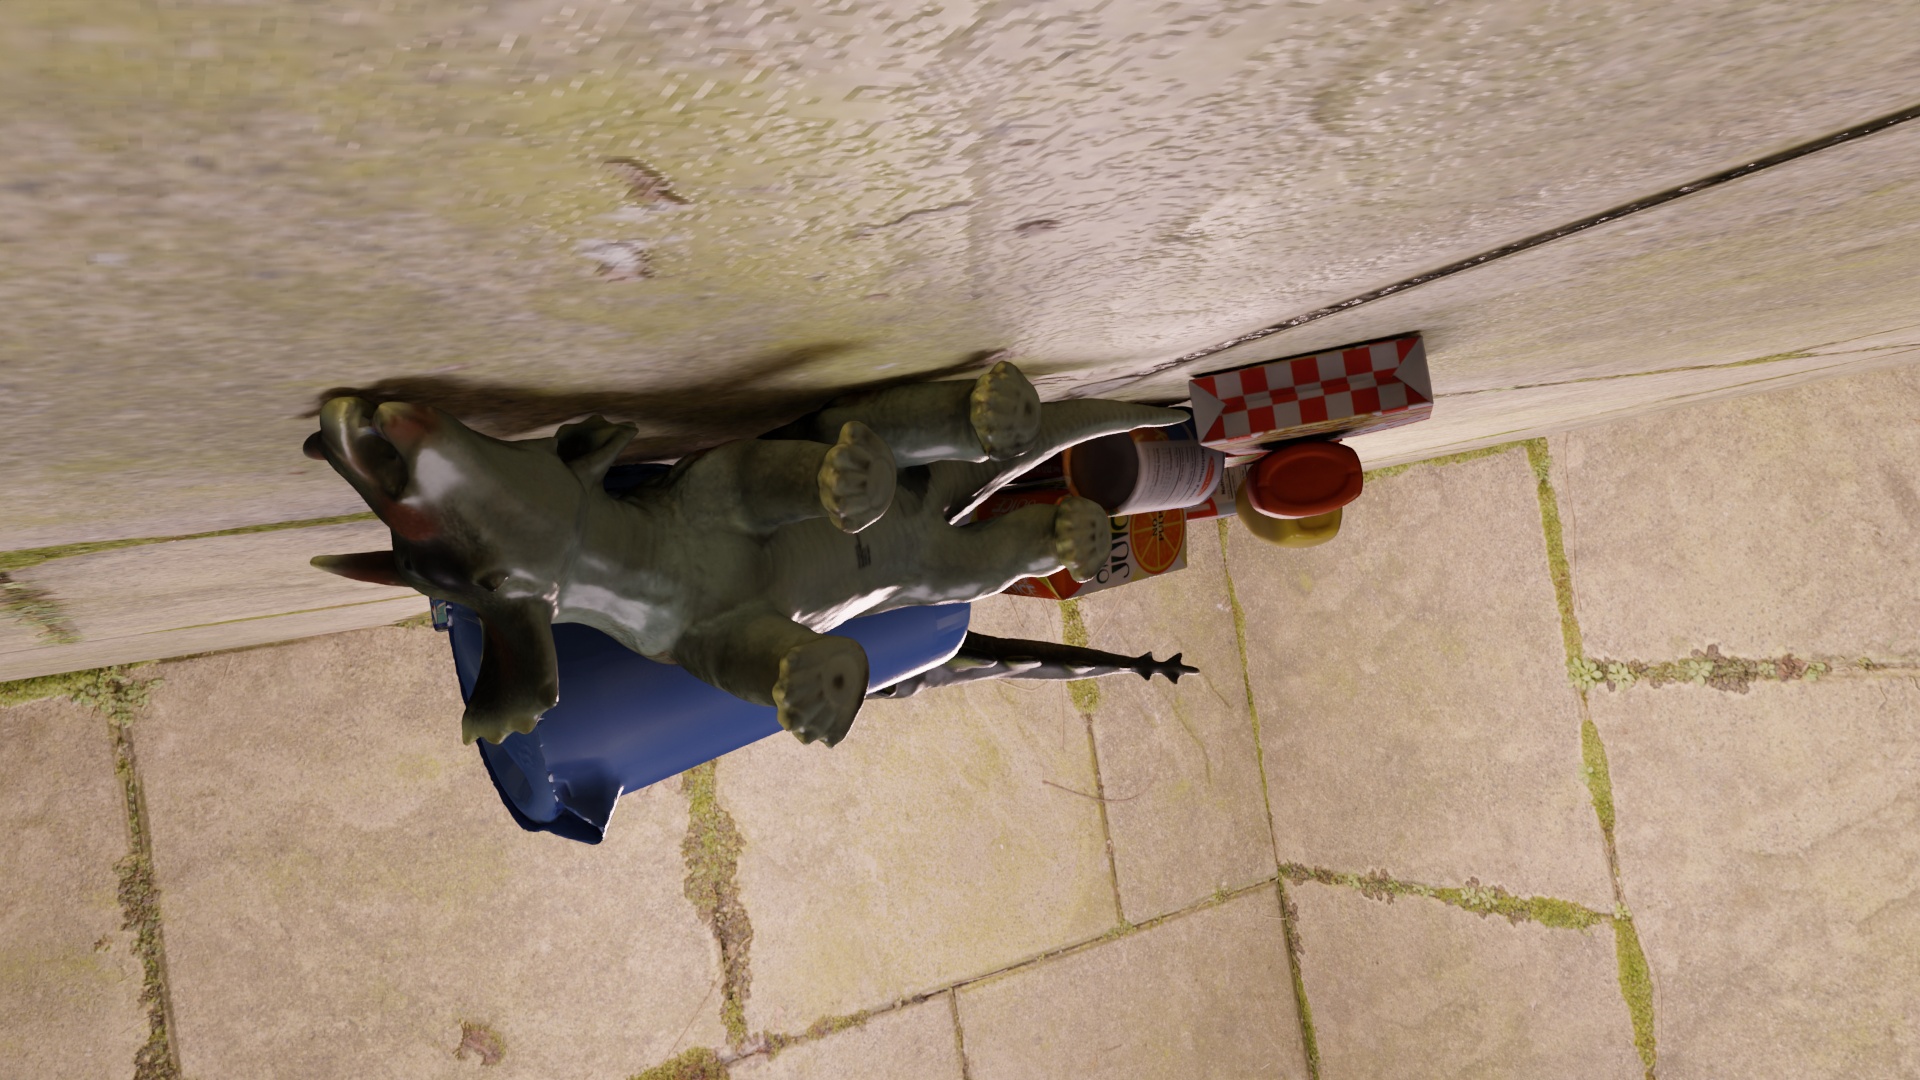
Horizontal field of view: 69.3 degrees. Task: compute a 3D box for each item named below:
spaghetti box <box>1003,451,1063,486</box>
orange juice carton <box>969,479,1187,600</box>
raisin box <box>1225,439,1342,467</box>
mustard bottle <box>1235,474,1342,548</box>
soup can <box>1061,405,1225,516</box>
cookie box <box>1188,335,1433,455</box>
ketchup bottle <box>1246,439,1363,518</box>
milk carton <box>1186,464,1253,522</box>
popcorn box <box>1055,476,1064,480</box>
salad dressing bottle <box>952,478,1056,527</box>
[{"bbox_3d":[-0.017,-0.047,0.882,0.050,0.028,0.251,-9,179,33],"label":"spaghetti box"},{"bbox_3d":[0.078,-0.004,0.980,0.072,0.073,0.193,5,-169,42],"label":"orange juice carton"},{"bbox_3d":[0.199,-0.074,0.993,0.124,0.040,0.086,-9,178,-37],"label":"raisin box"},{"bbox_3d":[0.234,-0.029,1.019,0.049,0.065,0.160,-5,-177,-3],"label":"mustard bottle"},{"bbox_3d":[0.112,-0.051,0.869,0.084,0.071,0.071,-7,177,-45],"label":"soup can"},{"bbox_3d":[0.208,-0.080,0.808,0.123,0.040,0.167,-10,179,18],"label":"cookie box"},{"bbox_3d":[0.208,-0.035,0.863,0.065,0.043,0.149,-8,179,8],"label":"ketchup bottle"},{"bbox_3d":[0.169,-0.049,1.125,0.191,0.073,0.072,-9,178,-15],"label":"milk carton"},{"bbox_3d":[0.071,-0.026,1.163,0.127,0.085,0.038,-8,179,-44],"label":"popcorn box"},{"bbox_3d":[0.004,-0.013,1.054,0.147,0.044,0.064,-32,160,15],"label":"salad dressing bottle"}]
